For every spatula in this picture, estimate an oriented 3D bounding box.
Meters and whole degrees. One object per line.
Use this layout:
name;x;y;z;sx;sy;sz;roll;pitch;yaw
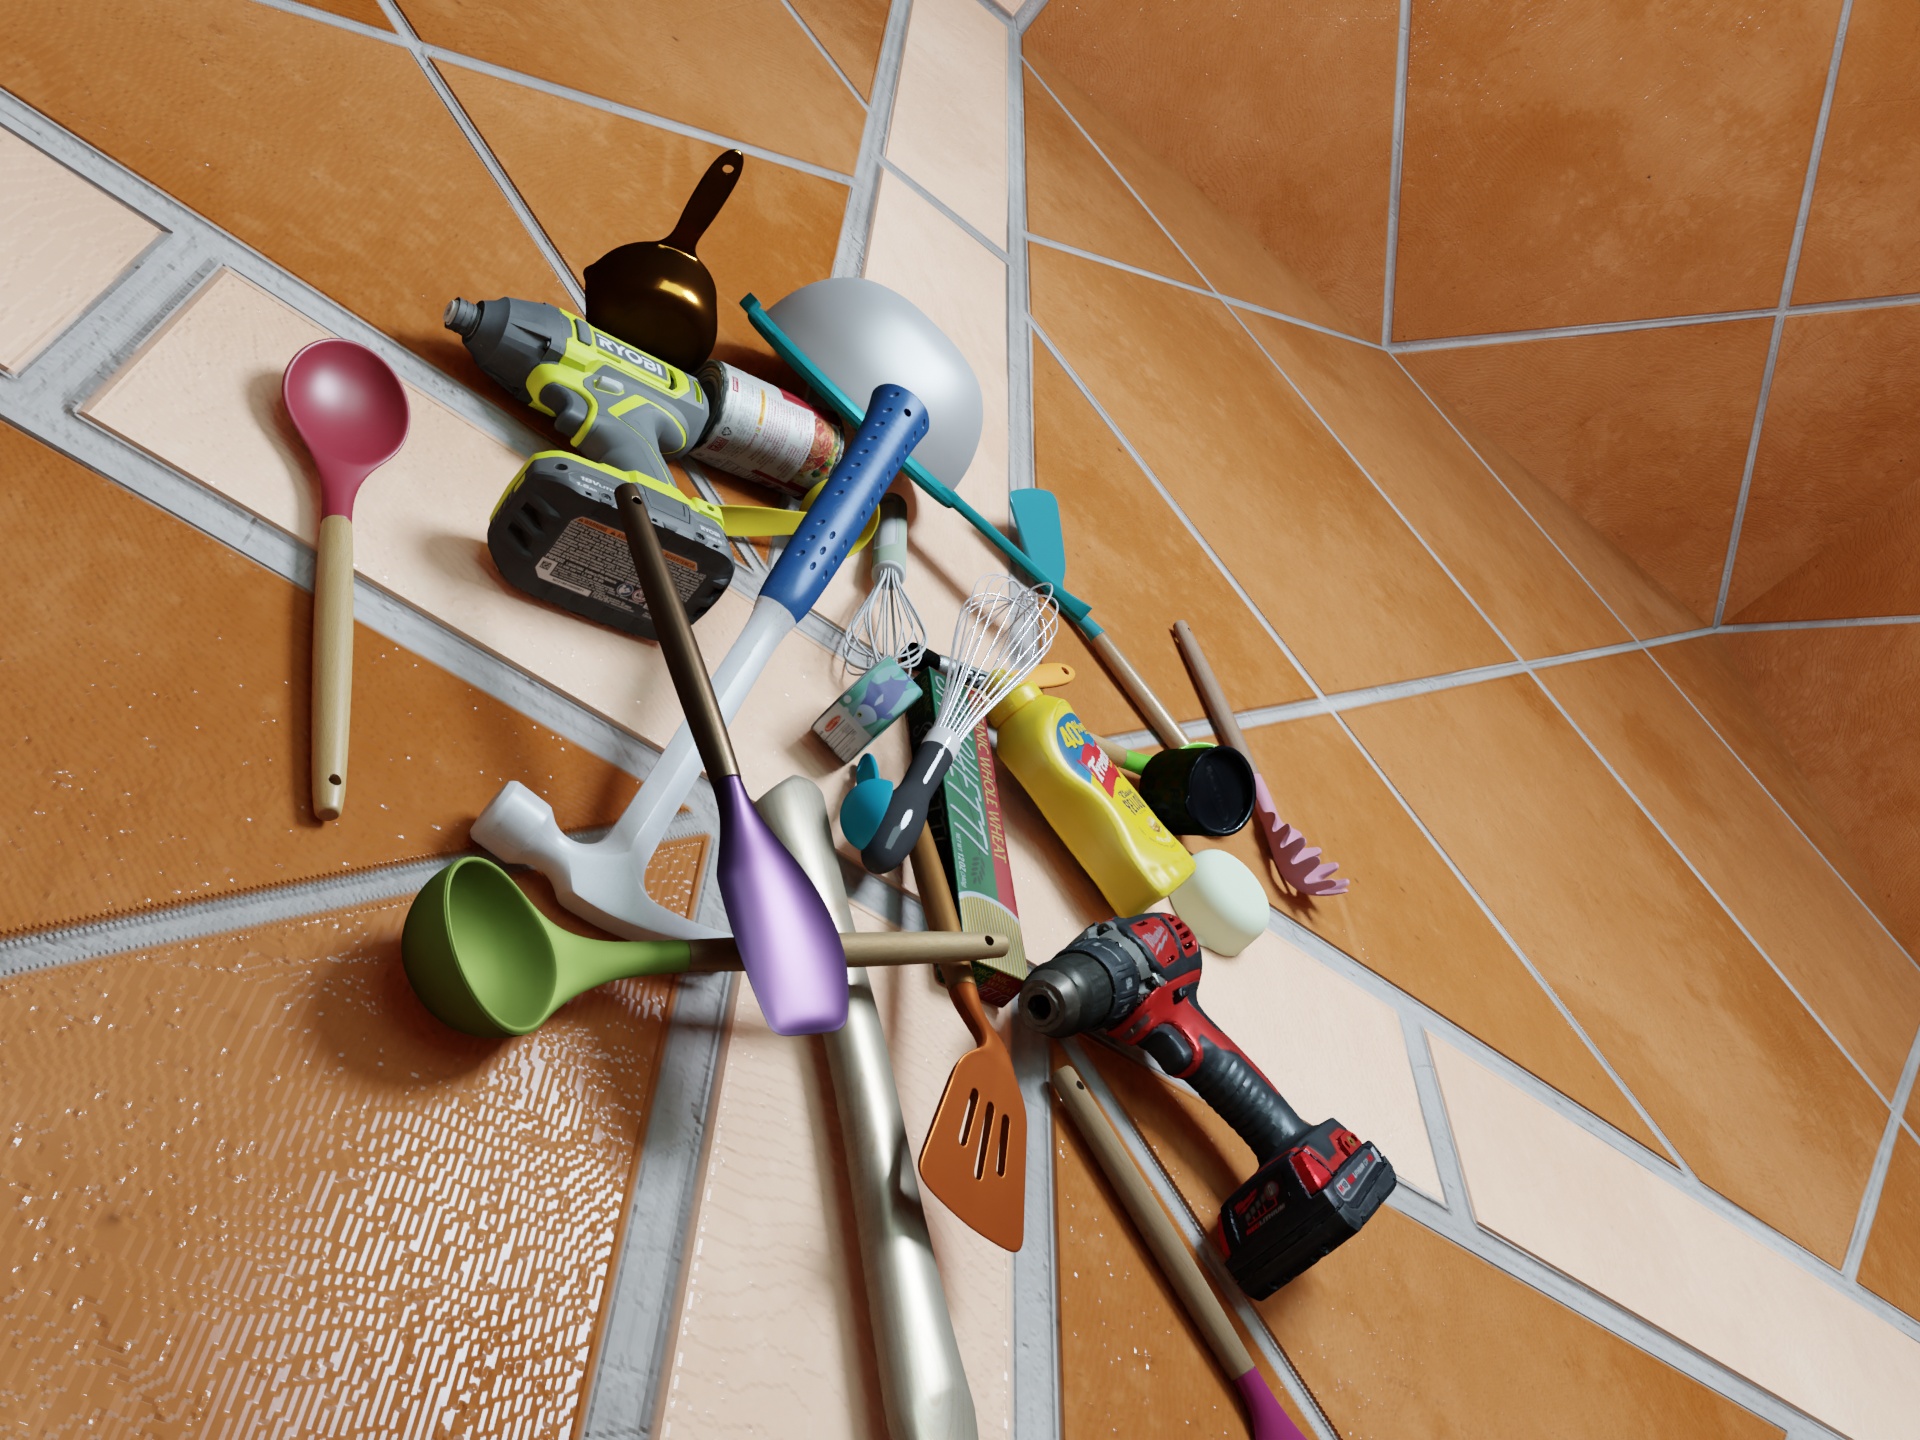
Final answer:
spatula;0.134;-0.054;1.295;0.318;0.044;0.082;54;28;13
spatula;-0.120;0.009;0.776;0.059;0.018;0.316;2;54;-44
spatula;-0.011;0.135;0.857;0.081;0.041;0.323;46;13;-31

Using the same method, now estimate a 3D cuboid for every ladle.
ladle;-0.100;0.104;0.741;0.320;0.062;0.078;4;57;-36
ladle;-0.308;-0.079;0.787;0.069;0.031;0.316;18;41;-35

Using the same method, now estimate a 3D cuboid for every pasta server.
pasta server;0.243;0.024;1.340;0.060;0.040;0.317;34;28;-44

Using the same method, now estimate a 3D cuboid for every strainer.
strainer;-0.006;-0.221;1.198;0.340;0.095;0.211;43;8;0

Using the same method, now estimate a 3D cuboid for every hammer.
hammer;-0.037;0.196;0.777;0.146;0.038;0.411;21;37;-38
hammer;-0.102;-0.048;0.874;0.144;0.035;0.406;39;50;-16

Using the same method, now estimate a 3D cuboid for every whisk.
whisk;-0.002;-0.003;0.993;0.070;0.070;0.285;40;43;-10
whisk;-0.051;-0.099;1.116;0.247;0.058;0.059;-92;164;-55

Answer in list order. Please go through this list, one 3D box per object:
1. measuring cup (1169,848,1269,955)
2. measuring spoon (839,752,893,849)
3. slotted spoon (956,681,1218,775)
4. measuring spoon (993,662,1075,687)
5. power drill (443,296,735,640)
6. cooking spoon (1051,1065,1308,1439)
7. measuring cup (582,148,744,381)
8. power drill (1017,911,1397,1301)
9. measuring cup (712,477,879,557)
measuring cup;0.156;0.097;1.138;0.167;0.038;0.083;43;30;-8
measuring spoon;-0.060;0.038;0.923;0.021;0.042;0.129;26;10;-13
slotted spoon;0.099;0.018;1.174;0.313;0.031;0.070;20;66;-33
measuring spoon;0.058;-0.035;1.206;0.117;0.011;0.021;-9;60;-55
power drill;-0.223;-0.163;0.951;0.171;0.080;0.223;21;34;-37
cooking spoon;0.137;0.326;0.852;0.068;0.017;0.319;-5;57;-54
measuring cup;-0.181;-0.288;1.025;0.095;0.173;0.052;16;49;-30
power drill;0.135;0.213;0.920;0.227;0.080;0.187;52;23;18
measuring cup;-0.125;-0.141;1.081;0.156;0.062;0.029;-4;35;-40
